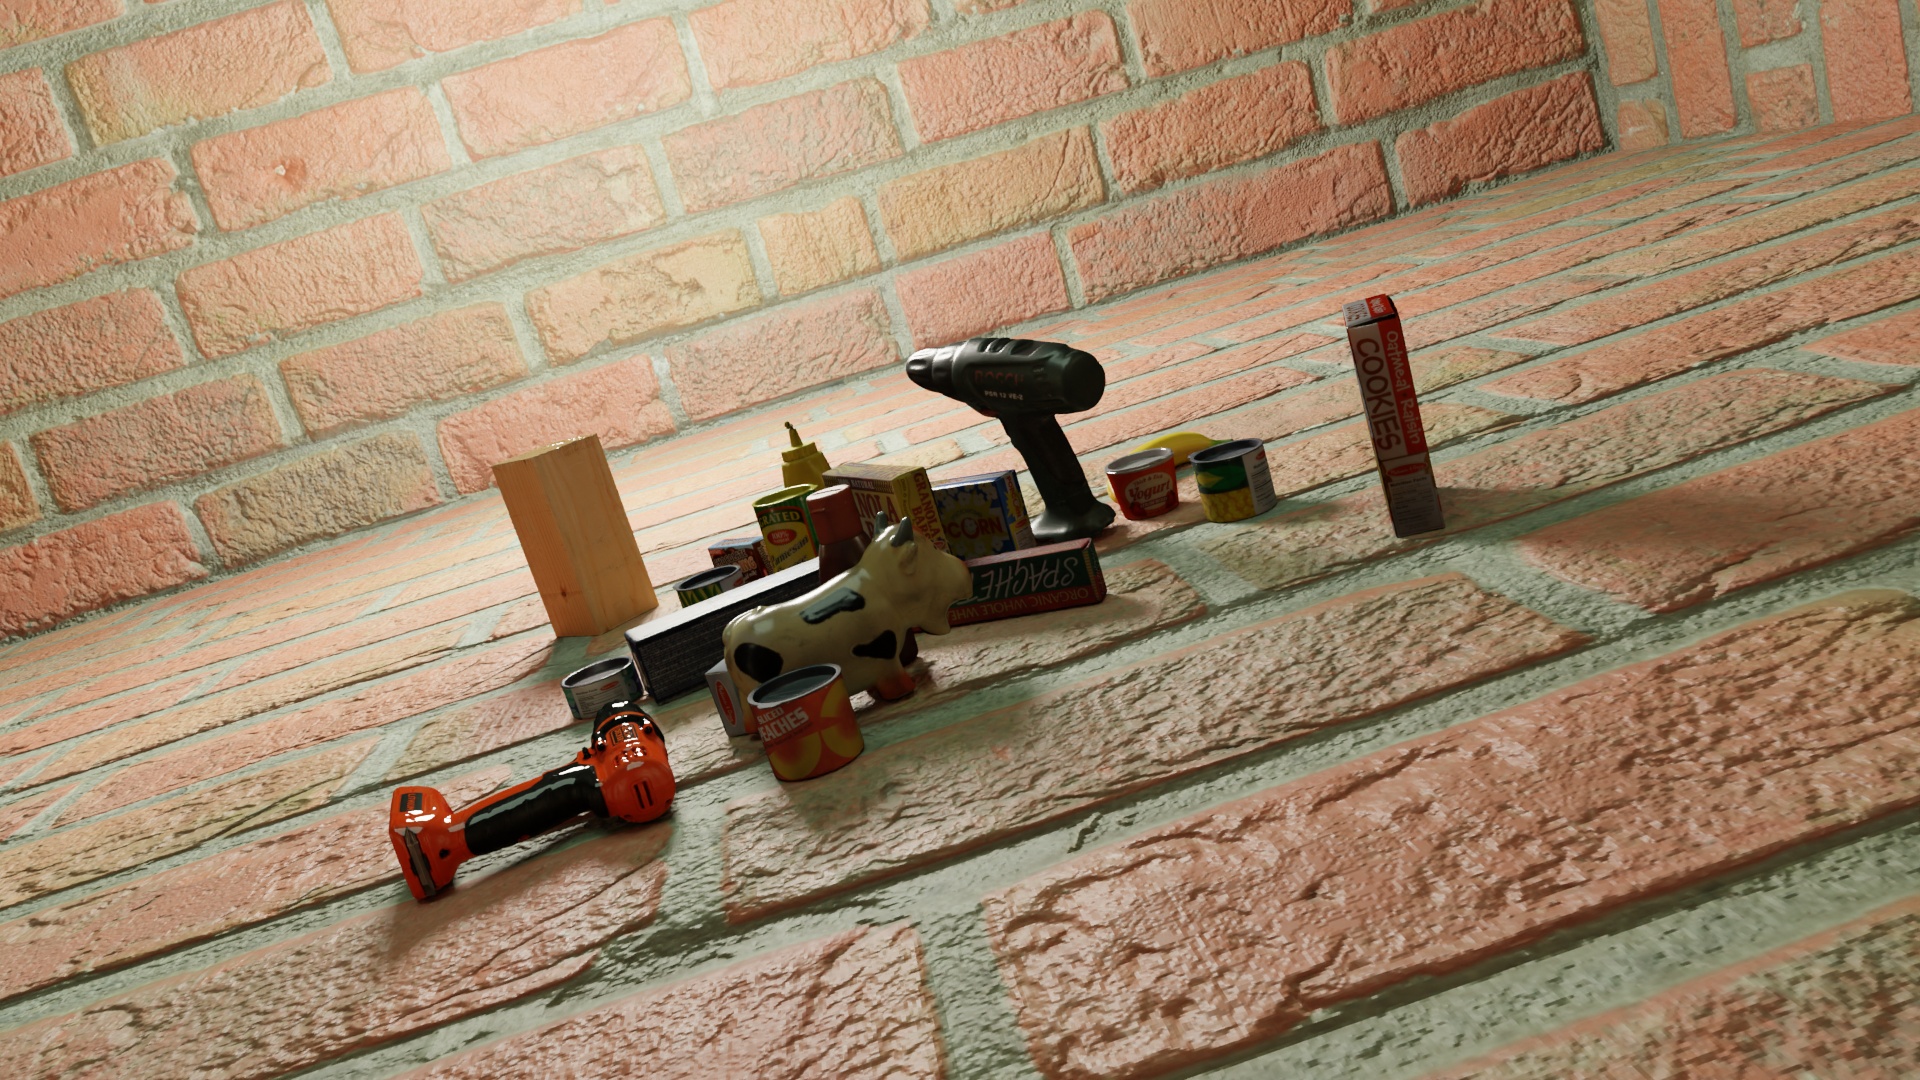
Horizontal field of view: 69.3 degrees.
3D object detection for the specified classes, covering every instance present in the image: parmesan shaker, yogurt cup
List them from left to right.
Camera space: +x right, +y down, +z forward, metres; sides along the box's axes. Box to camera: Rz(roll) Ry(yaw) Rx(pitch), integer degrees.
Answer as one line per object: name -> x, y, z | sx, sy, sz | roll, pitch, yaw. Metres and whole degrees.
parmesan shaker -> -0.164, 0.001, 1.421 | 0.071, 0.103, 0.071 | -16, 13, 4
yogurt cup -> 0.177, -0.054, 1.332 | 0.072, 0.053, 0.072 | -16, 13, 4

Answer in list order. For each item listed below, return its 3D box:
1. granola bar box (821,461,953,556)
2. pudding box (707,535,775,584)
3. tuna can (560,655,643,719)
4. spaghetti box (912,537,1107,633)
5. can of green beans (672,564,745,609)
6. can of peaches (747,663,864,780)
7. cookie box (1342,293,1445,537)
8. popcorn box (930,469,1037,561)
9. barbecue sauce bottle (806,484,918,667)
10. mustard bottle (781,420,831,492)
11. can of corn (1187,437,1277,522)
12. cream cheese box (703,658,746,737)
granola bar box -> -0.065, -0.008, 1.288 | 0.039, 0.124, 0.165 | -23, 14, -24
pudding box -> -0.239, 0.022, 1.542 | 0.083, 0.049, 0.030 | -4, 18, 44
tuna can -> -0.317, 0.130, 1.233 | 0.071, 0.032, 0.071 | -16, 13, 4
spaghetti box -> -0.001, 0.044, 1.157 | 0.250, 0.050, 0.029 | -11, 14, 24
can of green beans -> -0.238, 0.062, 1.358 | 0.071, 0.057, 0.071 | -16, 13, 4
can of peaches -> -0.105, 0.124, 0.940 | 0.071, 0.058, 0.071 | -16, 13, 4
cookie box -> 0.336, -0.101, 1.081 | 0.040, 0.167, 0.123 | -13, 13, 16
popcorn box -> 0.005, -0.017, 1.323 | 0.126, 0.085, 0.038 | -7, 16, 38
barbecue sauce bottle -> -0.083, 0.031, 1.095 | 0.065, 0.148, 0.044 | -9, 15, 31
mustard bottle -> -0.164, -0.058, 1.539 | 0.065, 0.160, 0.049 | -15, 13, 7
can of corn -> 0.242, -0.053, 1.241 | 0.071, 0.058, 0.071 | -16, 13, 4
cream cheese box -> -0.159, 0.107, 1.085 | 0.024, 0.053, 0.104 | -11, 14, 23
